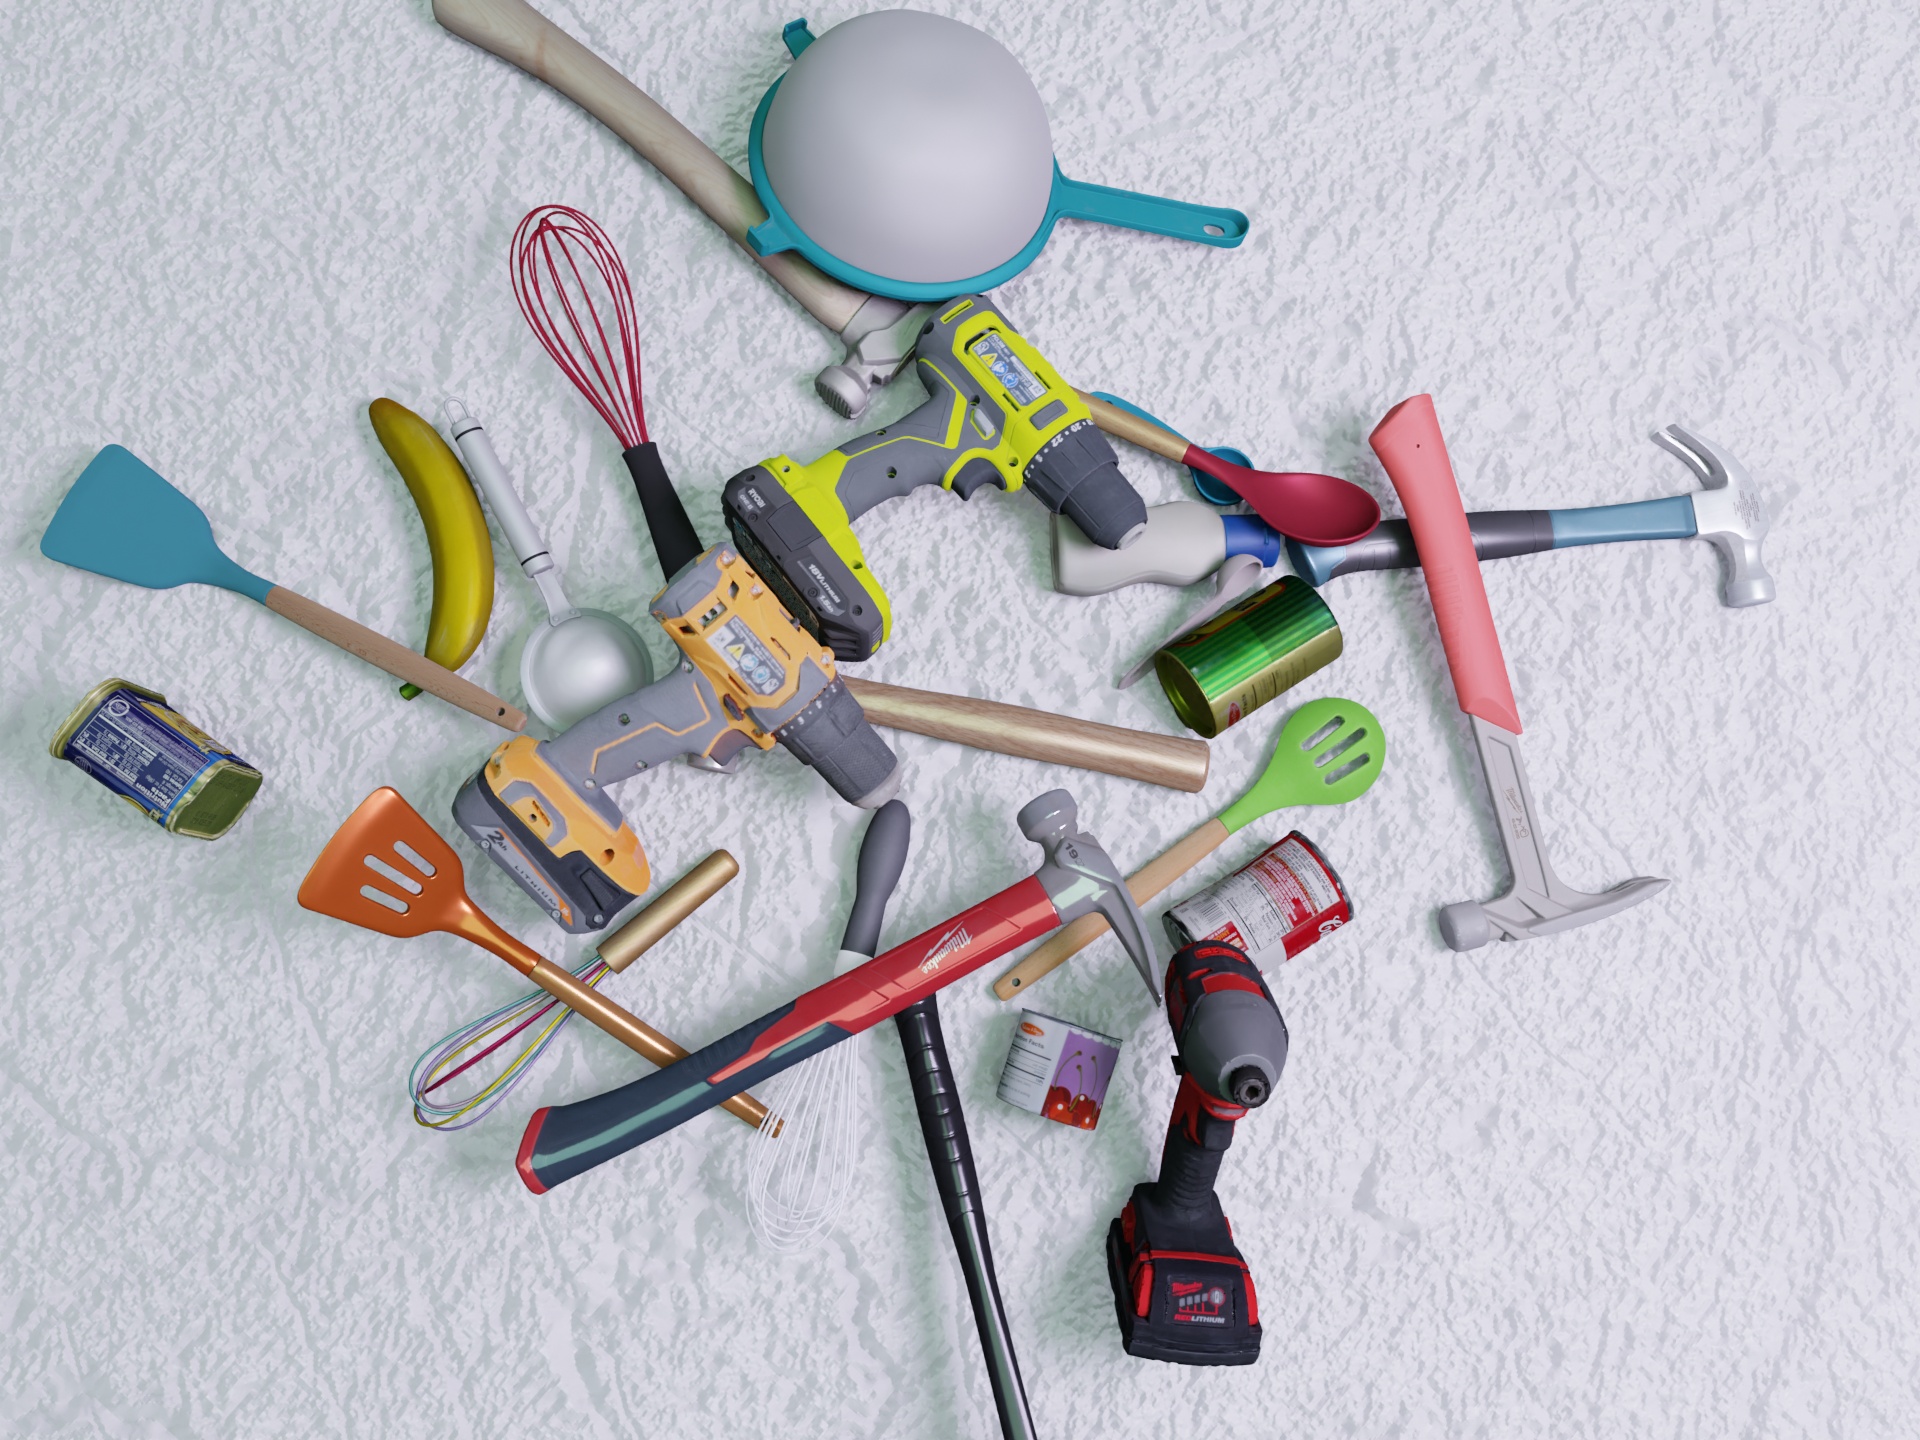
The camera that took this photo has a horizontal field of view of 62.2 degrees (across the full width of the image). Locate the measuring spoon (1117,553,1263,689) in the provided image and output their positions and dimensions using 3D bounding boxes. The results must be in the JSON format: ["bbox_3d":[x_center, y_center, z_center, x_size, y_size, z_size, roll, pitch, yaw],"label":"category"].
[{"bbox_3d":[0.145,-0.066,1.038,0.124,0.034,0.018,-43,65,14],"label":"measuring spoon"}]

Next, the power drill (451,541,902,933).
[{"bbox_3d":[-0.164,0.030,0.957,0.226,0.084,0.185,-40,104,6],"label":"power drill"}]

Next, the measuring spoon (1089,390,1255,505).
[{"bbox_3d":[0.140,-0.184,1.076,0.128,0.021,0.042,33,75,10],"label":"measuring spoon"}]

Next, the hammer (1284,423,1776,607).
[{"bbox_3d":[0.384,-0.126,1.076,0.331,0.033,0.128,-6,83,-5],"label":"hammer"}]

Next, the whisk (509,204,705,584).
[{"bbox_3d":[-0.216,-0.193,1.027,0.073,0.073,0.296,-22,91,-7],"label":"whisk"}]

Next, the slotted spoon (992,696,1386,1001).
[{"bbox_3d":[0.151,0.086,1.032,0.314,0.031,0.070,-35,87,-7],"label":"slotted spoon"}]

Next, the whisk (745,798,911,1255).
[{"bbox_3d":[-0.075,0.183,0.982,0.070,0.070,0.285,15,73,-3],"label":"whisk"}]

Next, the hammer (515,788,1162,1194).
[{"bbox_3d":[-0.073,0.187,0.933,0.386,0.038,0.143,-27,69,-6],"label":"hammer"}]

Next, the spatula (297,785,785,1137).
[{"bbox_3d":[-0.232,0.160,0.942,0.322,0.041,0.081,38,76,-15],"label":"spatula"}]

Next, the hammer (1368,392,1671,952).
[{"bbox_3d":[0.345,-0.037,1.036,0.149,0.037,0.359,-15,91,-4],"label":"hammer"}]

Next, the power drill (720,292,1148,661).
[{"bbox_3d":[-0.014,-0.139,0.993,0.228,0.080,0.191,-36,78,-14],"label":"power drill"}]

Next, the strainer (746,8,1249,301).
[{"bbox_3d":[0.035,-0.372,1.030,0.340,0.095,0.211,9,66,-8],"label":"strainer"}]

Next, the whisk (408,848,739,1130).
[{"bbox_3d":[-0.238,0.161,0.983,0.245,0.047,0.051,-40,99,-13],"label":"whisk"}]

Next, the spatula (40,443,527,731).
[{"bbox_3d":[-0.410,-0.068,0.986,0.317,0.044,0.082,26,78,7],"label":"spatula"}]

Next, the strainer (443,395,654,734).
[{"bbox_3d":[-0.263,-0.091,1.002,0.087,0.050,0.258,-27,88,-31],"label":"strainer"}]

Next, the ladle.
[{"bbox_3d":[0.125,-0.187,1.049,0.315,0.031,0.069,26,51,8],"label":"ladle"}]

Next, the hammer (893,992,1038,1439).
[{"bbox_3d":[0.008,0.318,0.954,0.035,0.146,0.335,-13,72,-7],"label":"hammer"}]

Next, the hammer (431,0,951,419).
[{"bbox_3d":[-0.181,-0.383,1.064,0.410,0.038,0.146,40,80,2],"label":"hammer"}]

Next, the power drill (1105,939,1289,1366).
[{"bbox_3d":[0.142,0.252,0.921,0.078,0.143,0.219,6,105,-3],"label":"power drill"}]

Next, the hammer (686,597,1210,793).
[{"bbox_3d":[-0.002,-0.003,1.029,0.331,0.031,0.130,11,82,-4],"label":"hammer"}]
